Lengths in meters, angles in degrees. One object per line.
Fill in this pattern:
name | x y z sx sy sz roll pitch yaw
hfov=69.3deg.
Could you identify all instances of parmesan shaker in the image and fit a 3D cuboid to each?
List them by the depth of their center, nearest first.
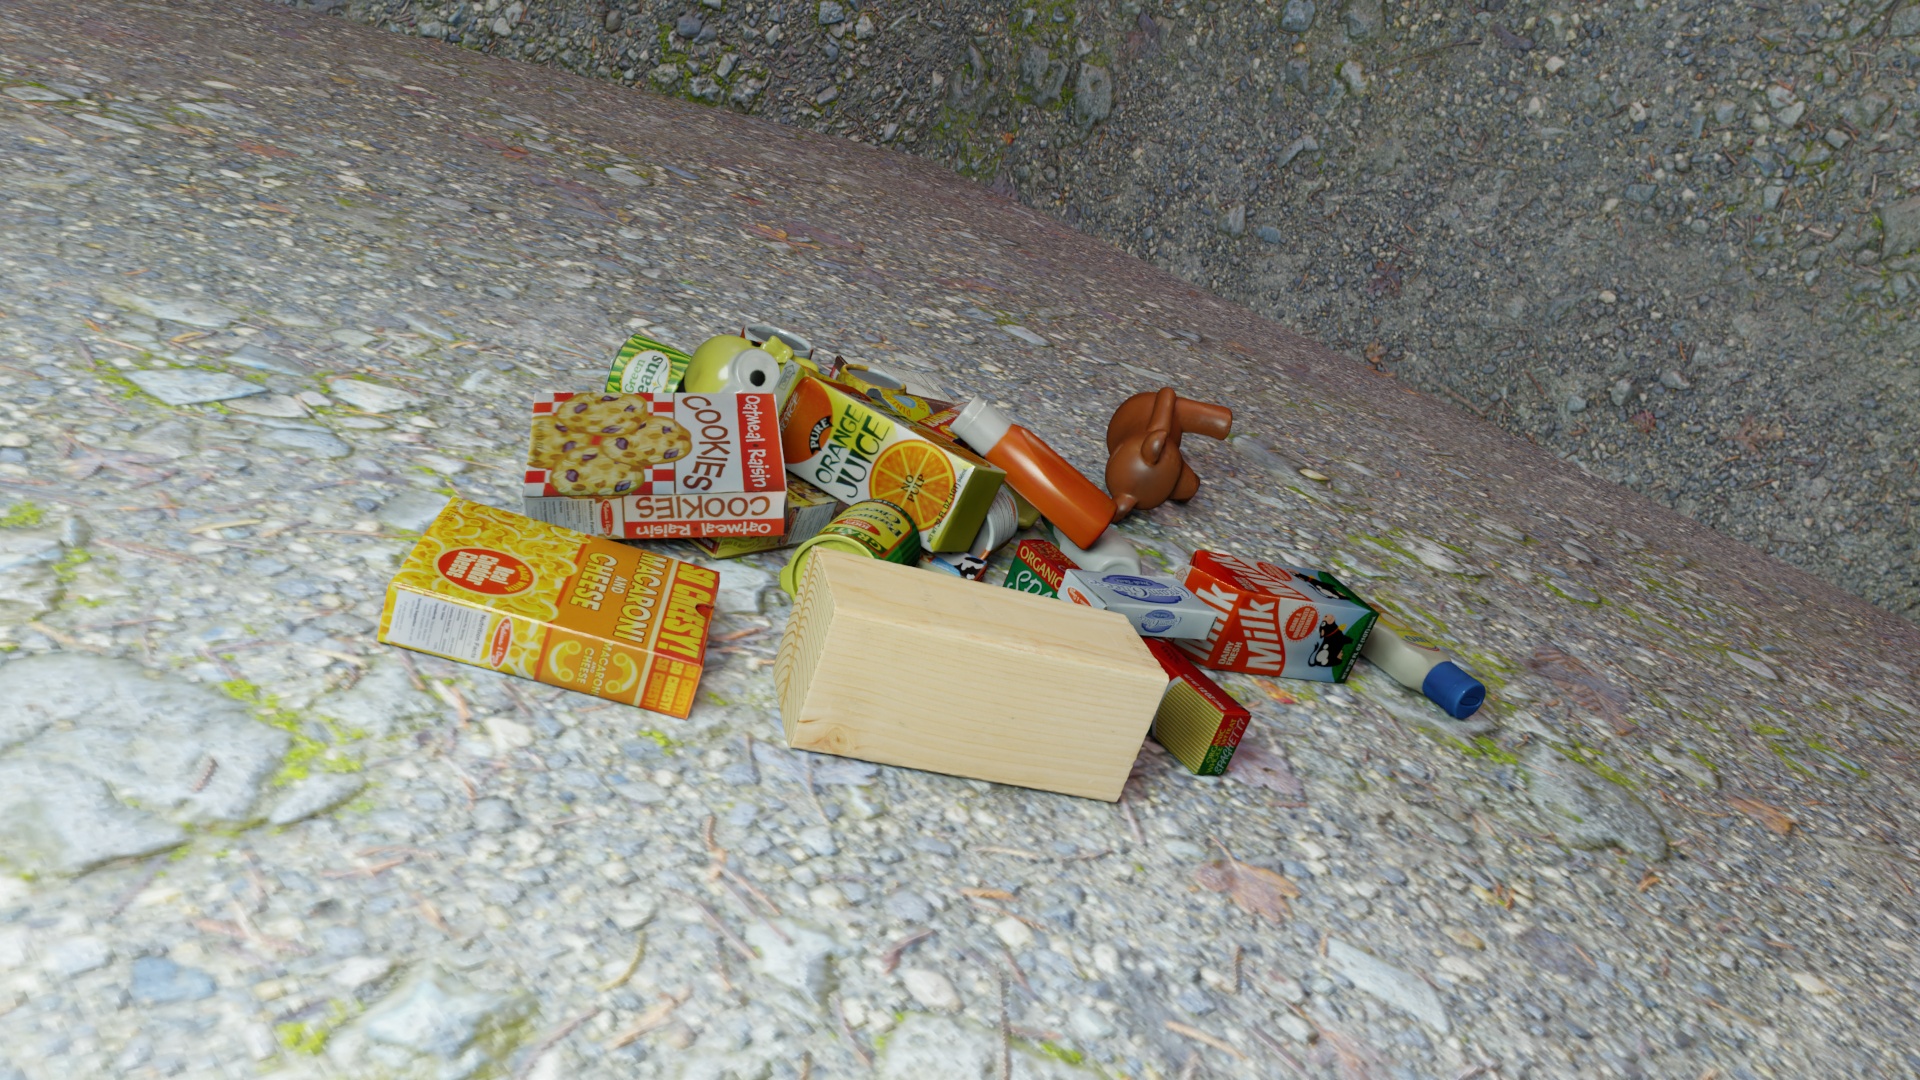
parmesan shaker | -0.074 0.014 0.957 0.071 0.071 0.103 23 20 6

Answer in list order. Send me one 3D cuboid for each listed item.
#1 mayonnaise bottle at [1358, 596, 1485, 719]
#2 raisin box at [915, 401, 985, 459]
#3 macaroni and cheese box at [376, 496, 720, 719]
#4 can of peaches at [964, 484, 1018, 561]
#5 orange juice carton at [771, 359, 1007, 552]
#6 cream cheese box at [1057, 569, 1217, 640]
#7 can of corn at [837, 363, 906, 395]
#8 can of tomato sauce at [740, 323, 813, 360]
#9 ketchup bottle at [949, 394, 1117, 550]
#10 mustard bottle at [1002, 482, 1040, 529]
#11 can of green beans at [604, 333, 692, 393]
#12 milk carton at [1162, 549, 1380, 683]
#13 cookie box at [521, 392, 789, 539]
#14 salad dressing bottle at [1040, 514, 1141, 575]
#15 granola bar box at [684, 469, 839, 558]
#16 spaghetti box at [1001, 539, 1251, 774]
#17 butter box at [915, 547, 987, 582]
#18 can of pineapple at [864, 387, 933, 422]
mayonnaise bottle | 0.391 0.101 1.214 0.065 0.041 0.148 8 23 -36
raisin box | -0.016 -0.067 1.193 0.040 0.085 0.124 27 21 12
macaroni and cheese box | -0.225 0.035 0.789 0.166 0.040 0.124 16 21 -11
can of peaches | 0.004 -0.014 1.107 0.071 0.071 0.058 26 21 14
orange juice carton | -0.070 -0.066 1.057 0.193 0.071 0.073 30 9 18
cream cheese box | 0.125 0.045 0.977 0.104 0.024 0.053 6 24 -32
can of corn | -0.091 -0.129 1.320 0.071 0.058 0.071 18 19 -6
can of tomato sauce | -0.175 -0.144 1.243 0.071 0.082 0.071 18 20 -7
ketchup bottle | 0.059 -0.058 1.126 0.149 0.043 0.065 40 24 -3
mustard bottle | 0.054 -0.057 1.273 0.049 0.065 0.161 23 14 -5
can of green beans | -0.255 -0.131 1.157 0.058 0.071 0.071 22 20 4
milk carton | 0.237 0.061 1.125 0.191 0.072 0.074 8 23 -30
cookie box | -0.204 -0.052 0.942 0.168 0.040 0.123 -1 38 -12
salad dressing bottle | 0.108 0.003 1.194 0.064 0.043 0.148 5 23 -18
granola bar box | -0.193 -0.046 1.034 0.166 0.039 0.124 31 22 26
spaghetti box | 0.110 0.076 0.994 0.029 0.050 0.251 7 24 -37
butter box | -0.034 0.013 1.055 0.103 0.024 0.053 23 20 8
can of pineapple | -0.063 -0.101 1.259 0.071 0.070 0.058 34 23 33
